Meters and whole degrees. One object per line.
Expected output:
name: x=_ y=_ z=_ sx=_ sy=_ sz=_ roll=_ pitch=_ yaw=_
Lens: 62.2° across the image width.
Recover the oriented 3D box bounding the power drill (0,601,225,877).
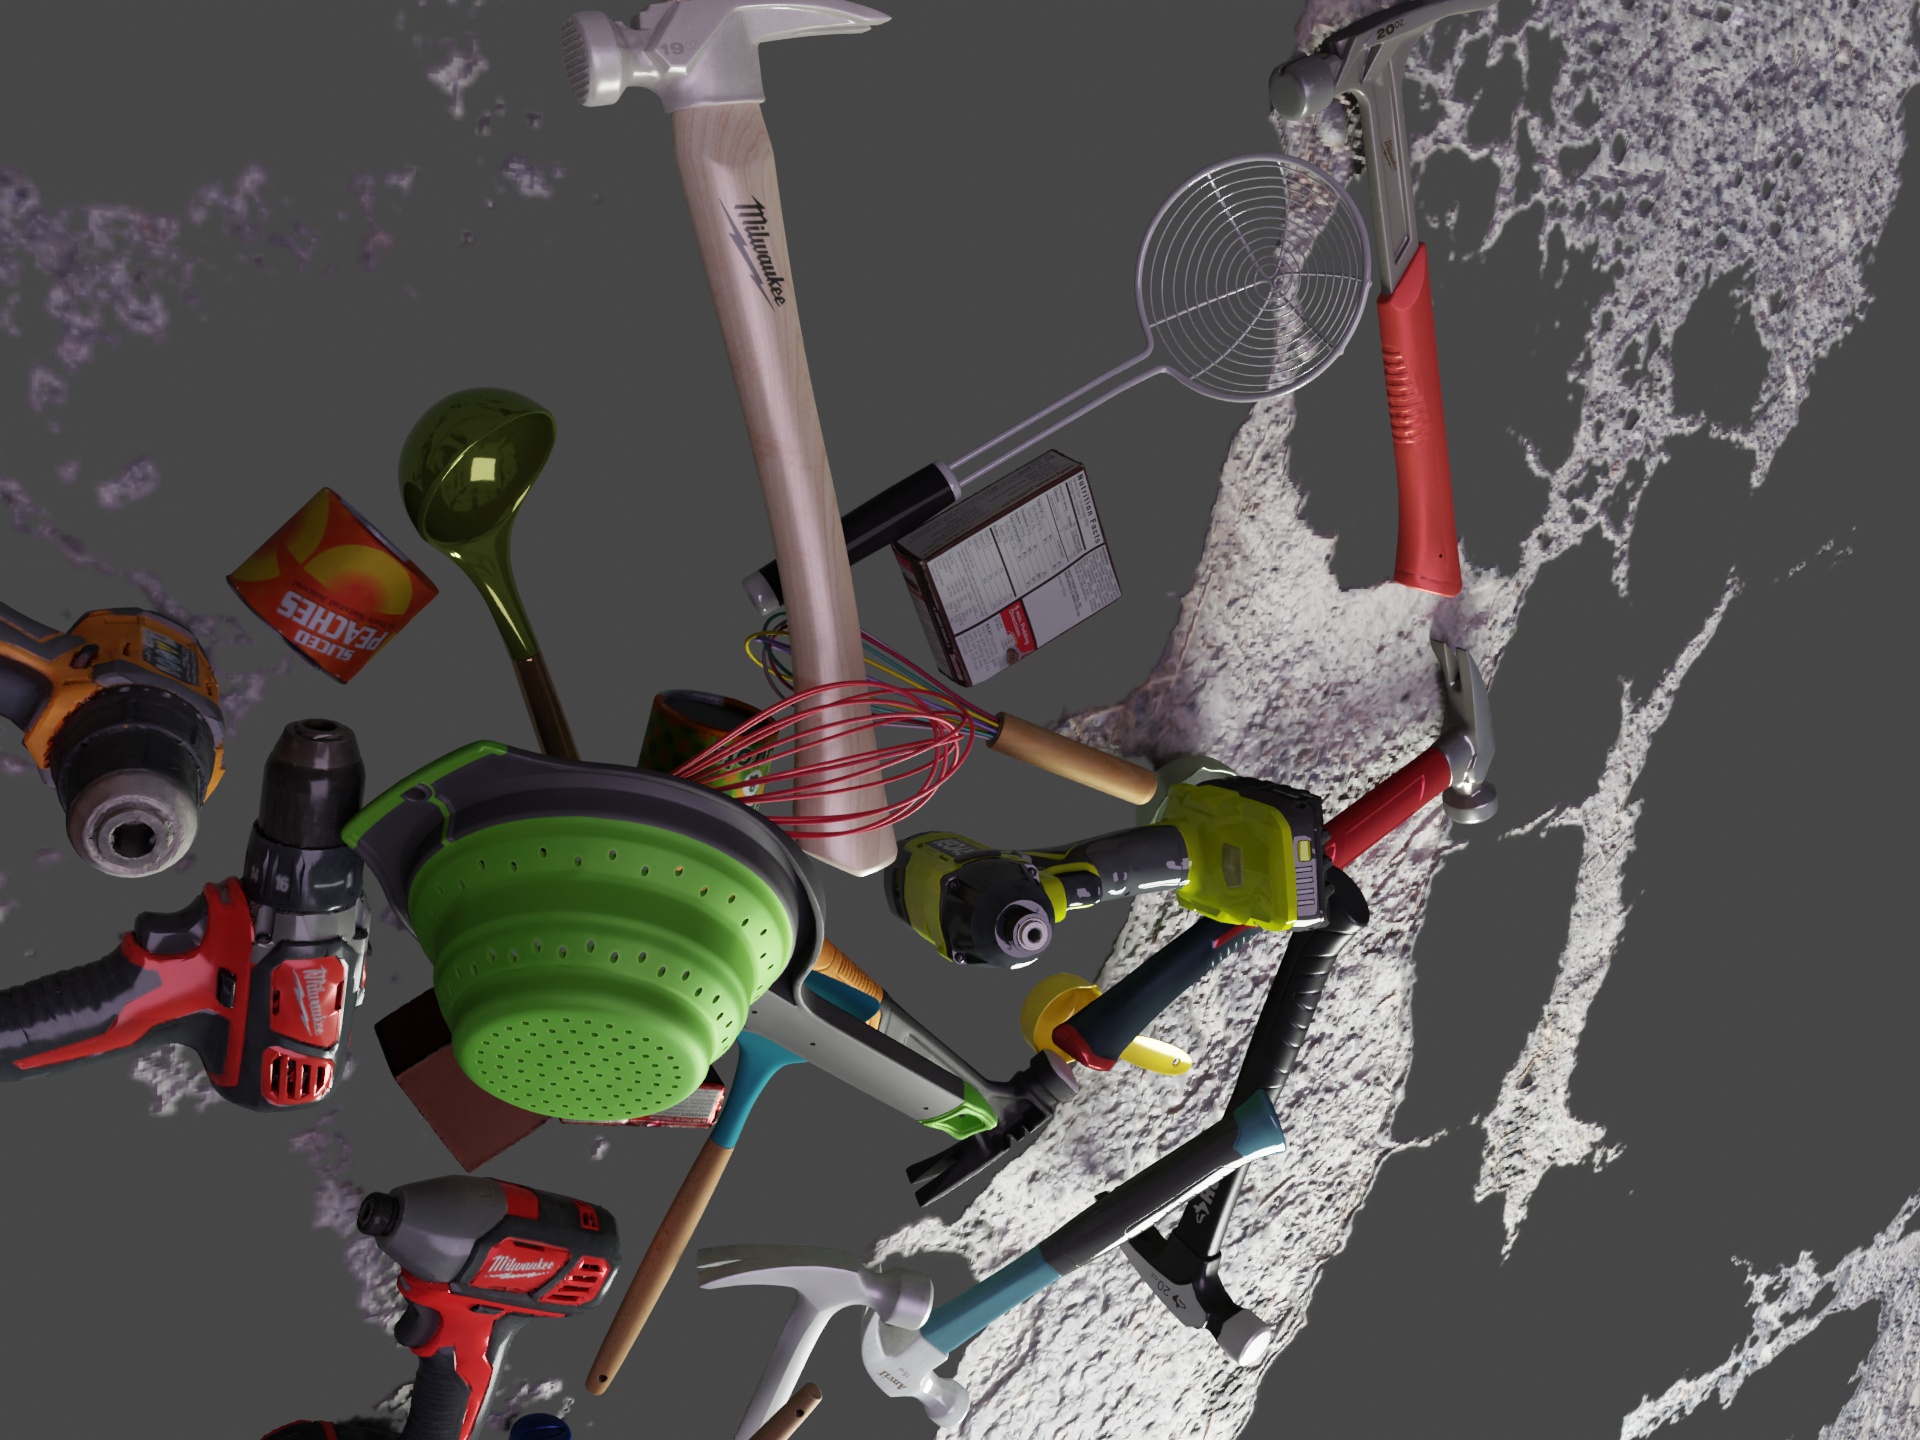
power drill: x=-0.375 y=-0.026 z=0.569 sx=0.226 sy=0.185 sz=0.084 roll=33 pitch=93 yaw=-34

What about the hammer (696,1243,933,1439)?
hammer: x=-0.161 y=0.502 z=1.007 sx=0.144 sy=0.035 sz=0.405 roll=20 pitch=104 yaw=-16

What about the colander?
colander: x=-0.114 y=0.157 z=0.766 sx=0.204 sy=0.095 sz=0.396 roll=-28 pitch=132 yaw=29

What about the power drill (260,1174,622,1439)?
power drill: x=-0.291 y=0.346 z=0.851 sx=0.143 sy=0.079 sz=0.219 roll=29 pitch=91 yaw=-37

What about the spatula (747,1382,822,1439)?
spatula: x=-0.190 y=0.512 z=0.975 sx=0.059 sy=0.018 sz=0.316 roll=40 pitch=102 yaw=-9

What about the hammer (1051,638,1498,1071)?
hammer: x=0.212 y=0.095 z=1.048 sx=0.386 sy=0.038 sz=0.143 roll=-33 pitch=123 yaw=-22

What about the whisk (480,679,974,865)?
whisk: x=-0.134 y=0.037 z=0.746 sx=0.296 sy=0.073 sz=0.073 roll=-13 pitch=123 yaw=12

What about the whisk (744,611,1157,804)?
whisk: x=-0.002 y=-0.002 z=0.859 sx=0.244 sy=0.051 sz=0.047 roll=21 pitch=124 yaw=-19

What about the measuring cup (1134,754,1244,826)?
measuring cup: x=0.104 y=0.069 z=0.997 sx=0.167 sy=0.038 sz=0.083 roll=-13 pitch=116 yaw=-13

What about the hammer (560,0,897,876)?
hammer: x=-0.072 y=-0.123 z=0.756 sx=0.146 sy=0.038 sz=0.410 roll=-17 pitch=108 yaw=-24

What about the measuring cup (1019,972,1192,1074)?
measuring cup: x=0.099 y=0.208 z=1.056 sx=0.156 sy=0.029 sz=0.062 roll=27 pitch=95 yaw=-39

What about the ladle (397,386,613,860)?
ladle: x=-0.194 y=-0.007 z=0.766 sx=0.078 sy=0.062 sz=0.319 roll=-42 pitch=134 yaw=-40

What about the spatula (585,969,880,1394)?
spatula: x=-0.149 y=0.267 z=0.911 sx=0.082 sy=0.044 sz=0.317 roll=24 pitch=103 yaw=-13

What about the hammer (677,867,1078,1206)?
hammer: x=-0.069 y=0.164 z=0.921 sx=0.127 sy=0.034 sz=0.336 roll=-39 pitch=123 yaw=6

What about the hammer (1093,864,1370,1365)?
hammer: x=0.186 y=0.243 z=1.032 sx=0.035 sy=0.146 sz=0.334 roll=-4 pitch=119 yaw=-43

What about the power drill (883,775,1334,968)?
power drill: x=0.086 y=0.089 z=0.884 sx=0.223 sy=0.171 sz=0.080 roll=-8 pitch=97 yaw=-19

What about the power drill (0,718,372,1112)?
power drill: x=-0.371 y=0.088 z=0.689 sx=0.226 sy=0.080 sz=0.188 roll=2 pitch=110 yaw=-35

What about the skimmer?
skimmer: x=0.045 y=-0.165 z=0.820 sx=0.363 sy=0.090 sz=0.127 roll=-33 pitch=84 yaw=-11

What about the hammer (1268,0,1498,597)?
hammer: x=0.277 y=-0.239 z=0.962 sx=0.149 sy=0.037 sz=0.358 roll=-28 pitch=122 yaw=-18

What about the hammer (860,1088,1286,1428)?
hammer: x=0.071 y=0.338 z=1.018 sx=0.331 sy=0.033 sz=0.128 roll=-38 pitch=115 yaw=15
